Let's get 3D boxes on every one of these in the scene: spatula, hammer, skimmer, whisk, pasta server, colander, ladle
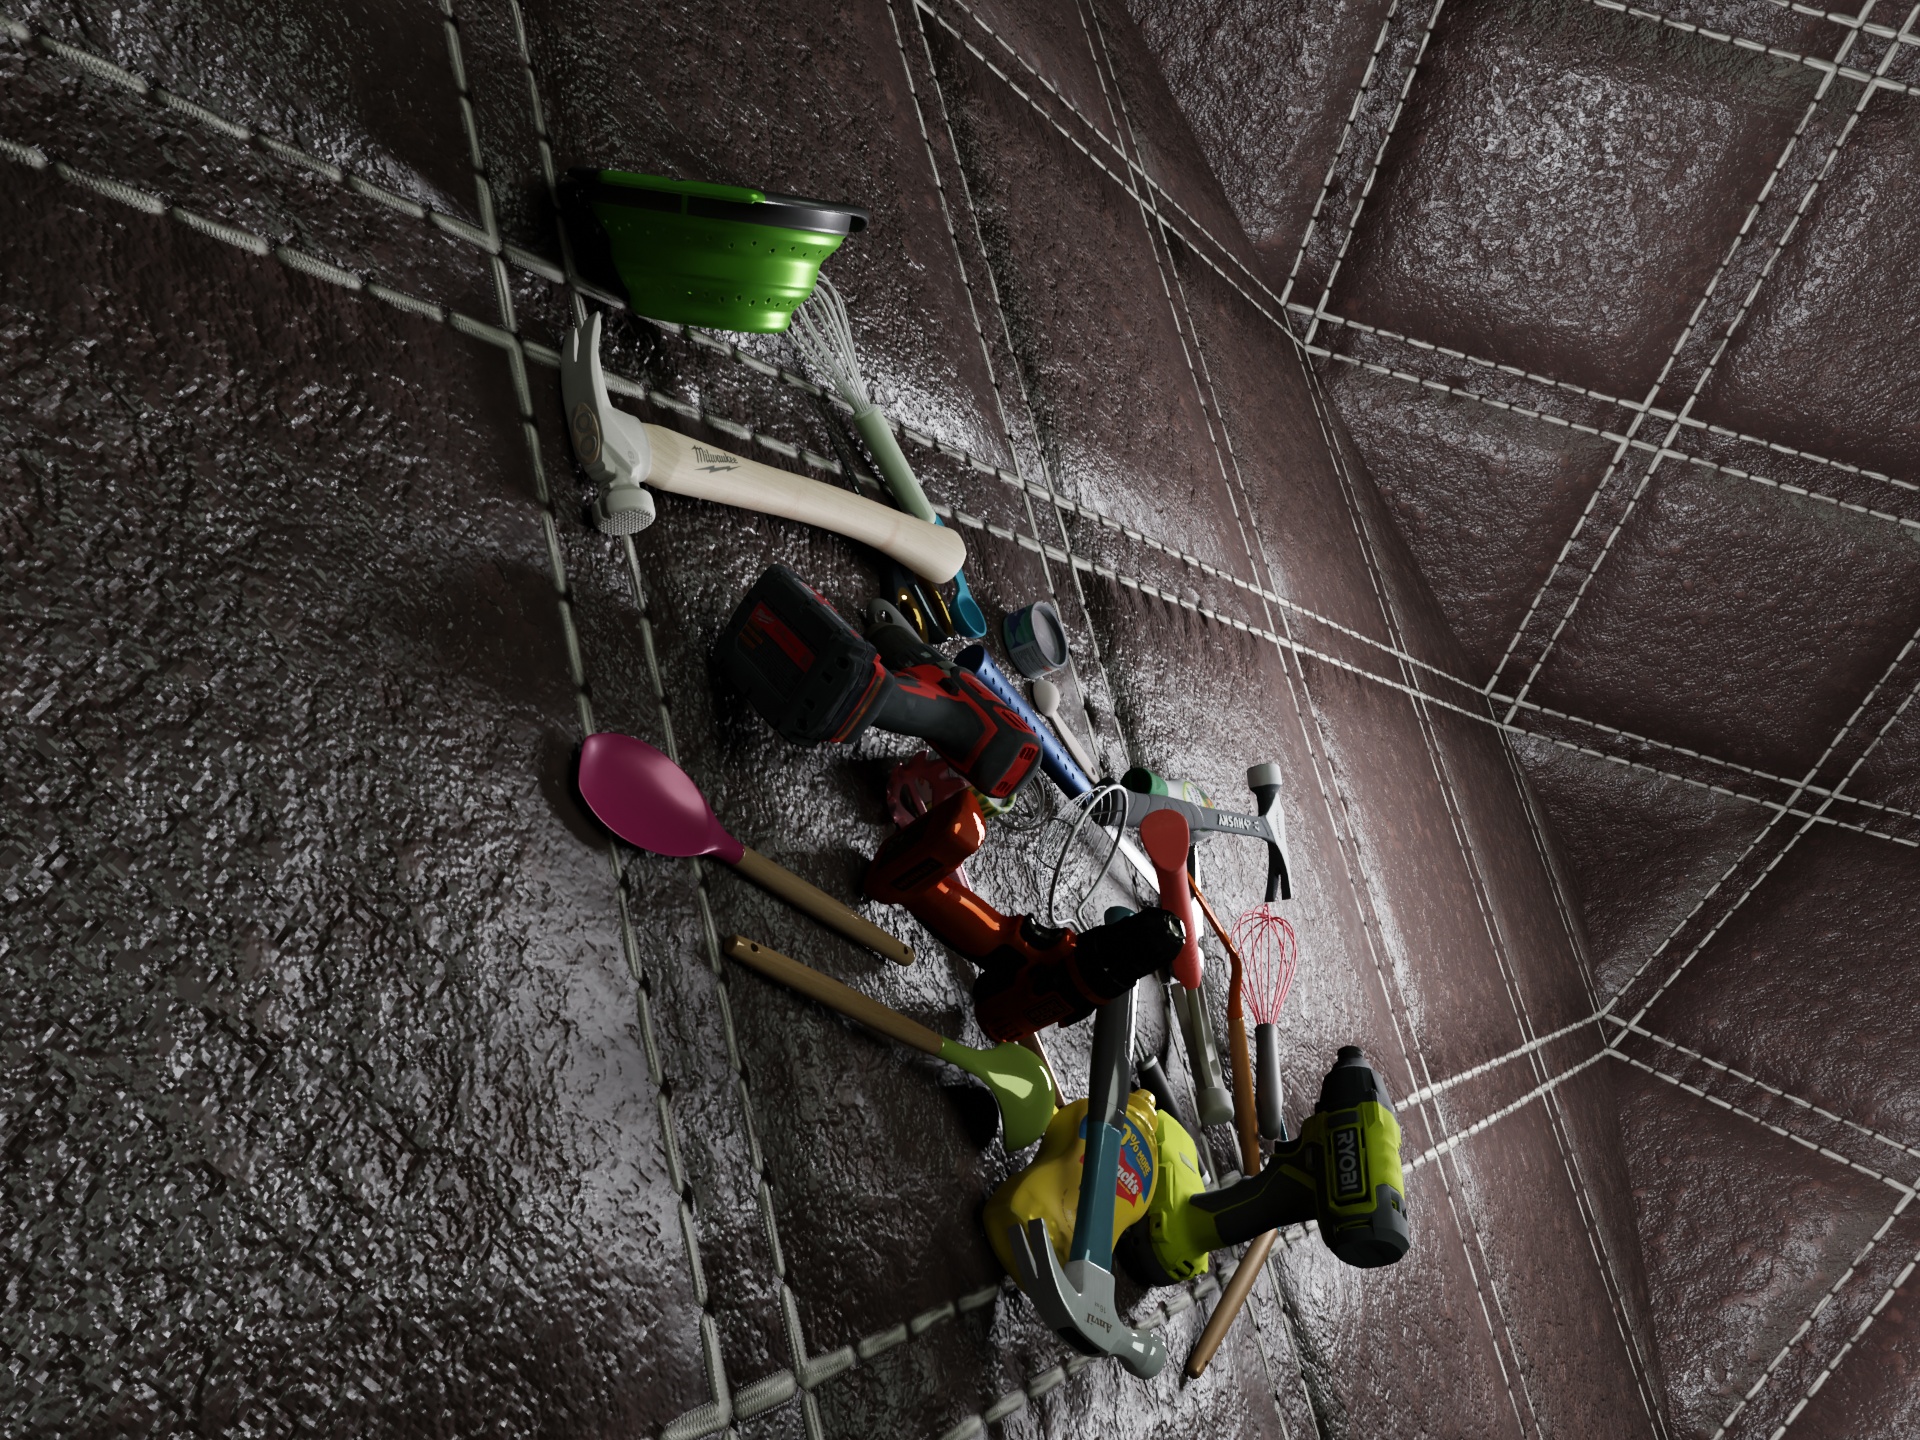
[{"bbox_3d":[0.248,0.299,1.473,0.081,0.041,0.322,-49,132,-83],"label":"spatula"},{"bbox_3d":[0.118,0.072,1.449,0.405,0.035,0.144,49,33,-33],"label":"hammer"},{"bbox_3d":[0.254,0.464,1.402,0.317,0.044,0.082,-37,122,-52],"label":"spatula"},{"bbox_3d":[0.104,0.278,1.127,0.128,0.033,0.331,35,45,-26],"label":"hammer"},{"bbox_3d":[0.234,0.100,1.553,0.408,0.036,0.149,11,68,-56],"label":"hammer"},{"bbox_3d":[0.186,0.189,1.330,0.358,0.036,0.149,73,7,-46],"label":"hammer"},{"bbox_3d":[0.156,0.231,1.342,0.127,0.090,0.363,-31,100,-52],"label":"skimmer"},{"bbox_3d":[-0.001,-0.004,1.279,0.238,0.055,0.055,53,31,-20],"label":"whisk"},{"bbox_3d":[0.303,0.293,1.580,0.073,0.073,0.296,53,28,-28],"label":"whisk"},{"bbox_3d":[0.020,0.168,1.200,0.316,0.060,0.040,66,-16,-9],"label":"pasta server"},{"bbox_3d":[-0.124,-0.172,1.165,0.410,0.038,0.146,10,61,-56],"label":"hammer"},{"bbox_3d":[-0.161,-0.342,1.176,0.397,0.204,0.094,-70,168,-73],"label":"colander"},{"bbox_3d":[-0.044,0.212,1.062,0.319,0.062,0.078,35,39,-37],"label":"ladle"},{"bbox_3d":[-0.083,-0.263,1.318,0.059,0.058,0.246,-42,117,-25],"label":"whisk"}]

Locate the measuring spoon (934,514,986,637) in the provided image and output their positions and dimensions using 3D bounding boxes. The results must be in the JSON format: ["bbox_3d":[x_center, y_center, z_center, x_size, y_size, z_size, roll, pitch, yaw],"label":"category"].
[{"bbox_3d":[-0.010,-0.124,1.387,0.042,0.021,0.129,24,41,-54],"label":"measuring spoon"}]

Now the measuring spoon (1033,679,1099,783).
[{"bbox_3d":[0.105,0.011,1.488,0.124,0.018,0.034,56,29,-24],"label":"measuring spoon"}]

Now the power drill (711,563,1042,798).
[{"bbox_3d":[-0.062,-0.033,1.109,0.226,0.080,0.188,20,18,-49],"label":"power drill"}]

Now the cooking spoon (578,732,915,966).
[{"bbox_3d":[-0.126,0.095,1.008,0.318,0.017,0.069,39,40,-43],"label":"cooking spoon"}]

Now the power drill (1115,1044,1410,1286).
[{"bbox_3d":[0.237,0.354,1.255,0.080,0.223,0.171,47,34,-36],"label":"power drill"}]

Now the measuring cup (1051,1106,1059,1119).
[{"bbox_3d":[0.074,0.323,1.210,0.156,0.029,0.062,52,37,-5],"label":"measuring cup"}]
